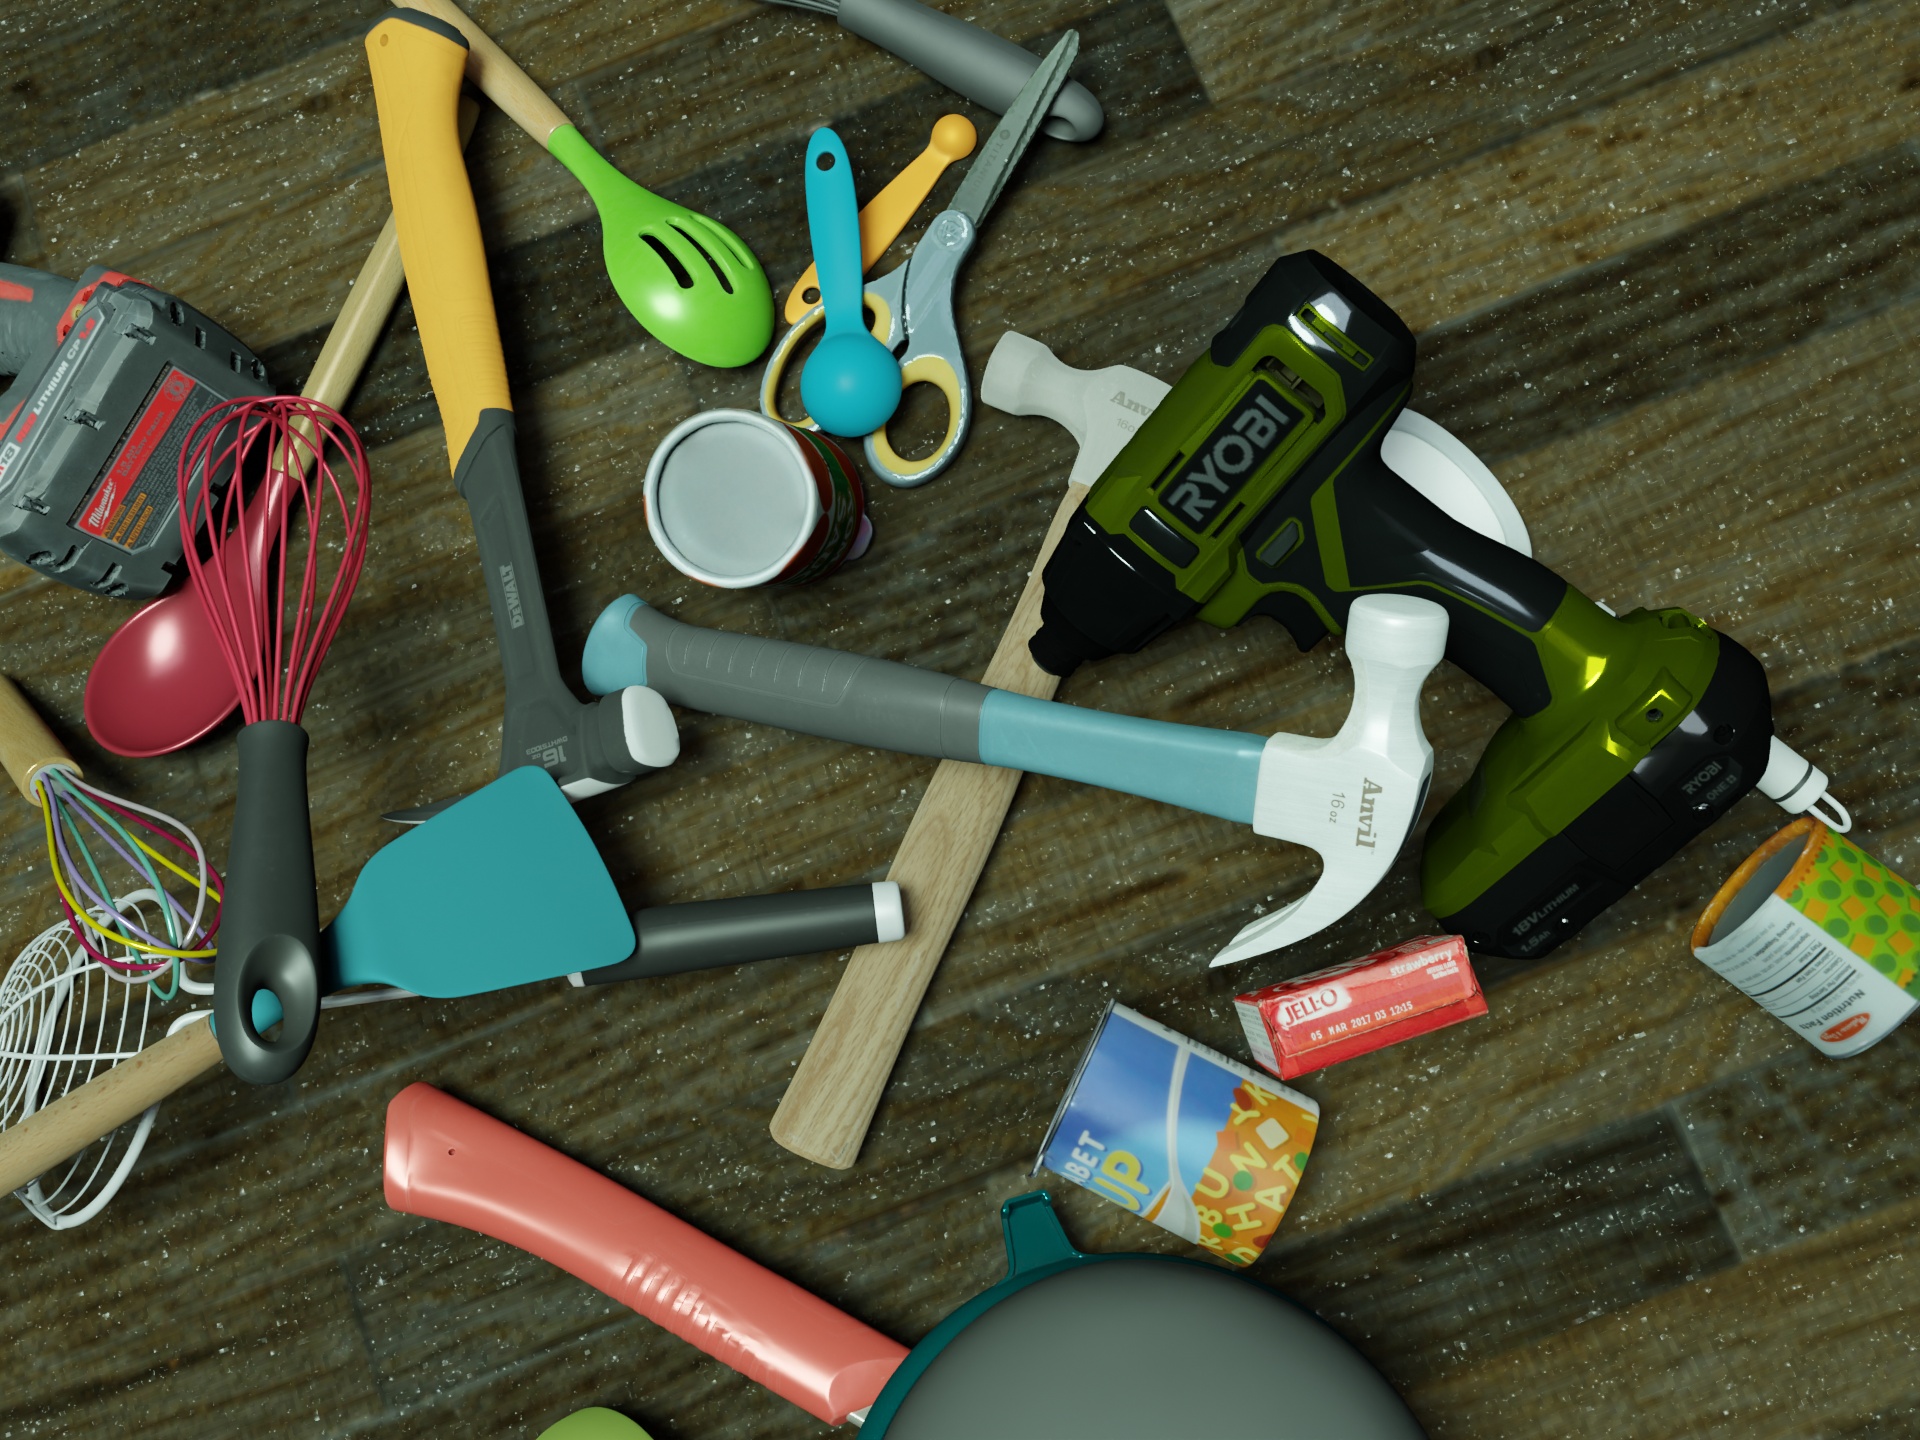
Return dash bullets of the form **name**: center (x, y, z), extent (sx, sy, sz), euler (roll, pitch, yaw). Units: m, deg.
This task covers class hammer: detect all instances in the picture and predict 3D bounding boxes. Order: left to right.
- **hammer**: center (-0.200, -0.126, 0.638), extent (0.127, 0.034, 0.337), euler (-18, 79, 25)
- **hammer**: center (-0.054, 0.217, 0.575), extent (0.359, 0.036, 0.149), euler (24, 53, 16)
- **hammer**: center (-0.001, -0.002, 0.569), extent (0.331, 0.033, 0.128), euler (11, 109, 27)
- **hammer**: center (0.012, 0.016, 0.622), extent (0.130, 0.031, 0.331), euler (23, 84, 9)

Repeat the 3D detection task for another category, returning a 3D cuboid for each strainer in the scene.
- **strainer**: center (0.121, 0.272, 0.457), extent (0.340, 0.095, 0.211), euler (22, 53, 15)
- **strainer**: center (0.233, -0.039, 0.607), extent (0.258, 0.050, 0.087), euler (39, 43, 4)

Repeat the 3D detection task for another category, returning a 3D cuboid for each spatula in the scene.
- **spatula**: center (-0.269, 0.123, 0.546), extent (0.317, 0.044, 0.082), euler (-31, 76, -4)

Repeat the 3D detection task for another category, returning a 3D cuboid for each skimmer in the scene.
- **skimmer**: center (-0.200, 0.108, 0.609), extent (0.363, 0.090, 0.127), euler (-8, 61, -2)

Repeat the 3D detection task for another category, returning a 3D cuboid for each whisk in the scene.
- **whisk**: center (-0.329, 0.034, 0.595), extent (0.047, 0.051, 0.245), euler (-25, 38, -35)
- **whisk**: center (-0.245, -0.009, 0.567), extent (0.073, 0.073, 0.296), euler (-17, 57, 2)
- **whisk**: center (-0.044, -0.307, 0.672), extent (0.239, 0.055, 0.055), euler (29, 85, 4)

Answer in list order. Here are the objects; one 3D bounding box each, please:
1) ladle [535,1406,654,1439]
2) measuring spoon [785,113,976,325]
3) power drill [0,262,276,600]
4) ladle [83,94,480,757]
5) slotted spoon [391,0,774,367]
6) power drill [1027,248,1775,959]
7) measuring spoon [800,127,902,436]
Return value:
- **ladle**: center (-0.009, 0.280, 0.583), extent (0.320, 0.062, 0.078), euler (-5, 81, -3)
- **measuring spoon**: center (-0.035, -0.212, 0.672), extent (0.021, 0.011, 0.117), euler (40, 86, 10)
- **power drill**: center (-0.418, -0.128, 0.651), extent (0.227, 0.080, 0.188), euler (27, 84, 19)
- **ladle**: center (-0.276, -0.128, 0.673), extent (0.069, 0.031, 0.315), euler (21, 81, 13)
- **slotted spoon**: center (-0.189, -0.265, 0.682), extent (0.314, 0.031, 0.070), euler (46, 51, 14)
- **power drill**: center (0.145, -0.028, 0.556), extent (0.223, 0.080, 0.171), euler (39, 118, -3)
- **measuring spoon**: center (-0.051, -0.179, 0.638), extent (0.042, 0.021, 0.128), euler (-7, 86, 10)
